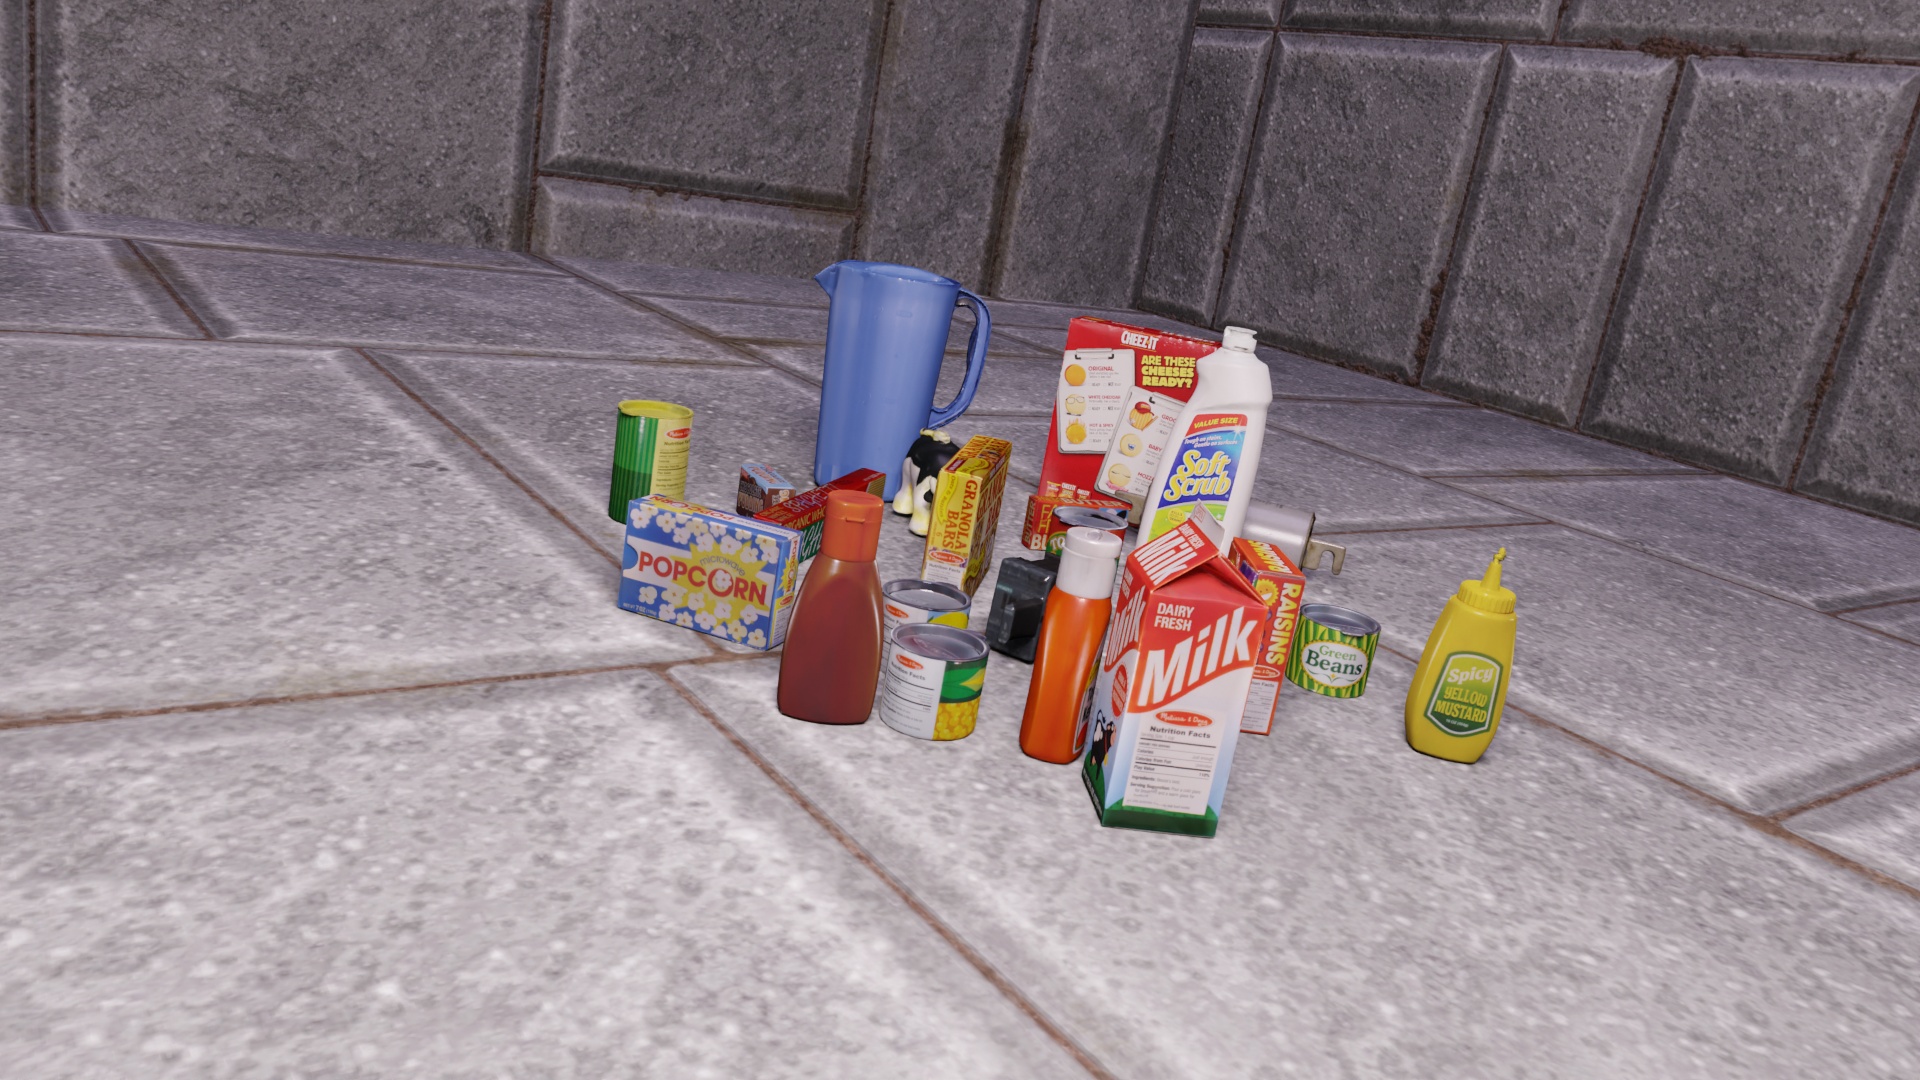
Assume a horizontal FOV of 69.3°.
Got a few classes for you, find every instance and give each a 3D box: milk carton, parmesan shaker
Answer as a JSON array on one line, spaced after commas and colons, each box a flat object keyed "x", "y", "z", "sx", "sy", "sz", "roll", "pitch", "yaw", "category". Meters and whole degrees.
[{"x": 0.130, "y": 0.074, "z": 0.835, "sx": 0.073, "sy": 0.190, "sz": 0.072, "roll": 8, "pitch": 15, "yaw": -7, "category": "milk carton"}, {"x": -0.280, "y": -0.068, "z": 1.243, "sx": 0.071, "sy": 0.102, "sz": 0.071, "roll": 9, "pitch": 15, "yaw": -2, "category": "parmesan shaker"}]

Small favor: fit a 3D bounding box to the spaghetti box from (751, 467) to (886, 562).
[{"x": -0.127, "y": -0.020, "z": 1.266, "sx": 0.029, "sy": 0.050, "sz": 0.251, "roll": 14, "pitch": 16, "yaw": 15, "category": "spaghetti box"}]

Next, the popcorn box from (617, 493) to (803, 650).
[{"x": -0.184, "y": 0.022, "z": 1.019, "sx": 0.127, "sy": 0.085, "sz": 0.038, "roll": 14, "pitch": 16, "yaw": 15, "category": "popcorn box"}]

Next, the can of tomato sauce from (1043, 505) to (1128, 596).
[{"x": 0.105, "y": 0.019, "z": 1.211, "sx": 0.071, "sy": 0.082, "sz": 0.071, "roll": 9, "pitch": 15, "yaw": -2, "category": "can of tomato sauce"}]

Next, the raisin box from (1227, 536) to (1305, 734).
[{"x": 0.213, "y": 0.069, "z": 1.027, "sx": 0.040, "sy": 0.123, "sz": 0.086, "roll": 9, "pitch": 15, "yaw": -4, "category": "raisin box"}]

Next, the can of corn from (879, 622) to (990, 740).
[{"x": -0.016, "y": 0.093, "z": 0.923, "sx": 0.071, "sy": 0.058, "sz": 0.071, "roll": 9, "pitch": 15, "yaw": -2, "category": "can of corn"}]

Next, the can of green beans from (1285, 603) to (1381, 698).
[{"x": 0.303, "y": 0.089, "z": 1.132, "sx": 0.071, "sy": 0.057, "sz": 0.071, "roll": 9, "pitch": 15, "yaw": -2, "category": "can of green beans"}]

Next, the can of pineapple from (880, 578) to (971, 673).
[{"x": -0.027, "y": 0.065, "z": 1.013, "sx": 0.071, "sy": 0.057, "sz": 0.071, "roll": 9, "pitch": 15, "yaw": -2, "category": "can of pineapple"}]

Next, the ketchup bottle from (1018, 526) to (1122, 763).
[{"x": 0.072, "y": 0.066, "z": 0.904, "sx": 0.043, "sy": 0.148, "sz": 0.065, "roll": 12, "pitch": 15, "yaw": 8, "category": "ketchup bottle"}]

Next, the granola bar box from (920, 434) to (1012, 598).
[{"x": 0.004, "y": -0.015, "z": 1.192, "sx": 0.039, "sy": 0.123, "sz": 0.166, "roll": 12, "pitch": 16, "yaw": 7, "category": "granola bar box"}]

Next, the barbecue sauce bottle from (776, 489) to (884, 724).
[{"x": -0.078, "y": 0.043, "z": 0.894, "sx": 0.065, "sy": 0.148, "sz": 0.044, "roll": 8, "pitch": 15, "yaw": -9, "category": "barbecue sauce bottle"}]

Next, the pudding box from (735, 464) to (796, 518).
[{"x": -0.182, "y": -0.038, "z": 1.294, "sx": 0.030, "sy": 0.049, "sz": 0.084, "roll": 2, "pitch": 17, "yaw": -27, "category": "pudding box"}]

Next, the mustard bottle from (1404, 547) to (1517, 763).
[{"x": 0.371, "y": 0.081, "z": 1.014, "sx": 0.065, "sy": 0.159, "sz": 0.049, "roll": 12, "pitch": 15, "yaw": 6, "category": "mustard bottle"}]

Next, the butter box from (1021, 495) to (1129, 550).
[{"x": 0.115, "y": -0.015, "z": 1.391, "sx": 0.104, "sy": 0.053, "sz": 0.024, "roll": 4, "pitch": 16, "yaw": -19, "category": "butter box"}]
